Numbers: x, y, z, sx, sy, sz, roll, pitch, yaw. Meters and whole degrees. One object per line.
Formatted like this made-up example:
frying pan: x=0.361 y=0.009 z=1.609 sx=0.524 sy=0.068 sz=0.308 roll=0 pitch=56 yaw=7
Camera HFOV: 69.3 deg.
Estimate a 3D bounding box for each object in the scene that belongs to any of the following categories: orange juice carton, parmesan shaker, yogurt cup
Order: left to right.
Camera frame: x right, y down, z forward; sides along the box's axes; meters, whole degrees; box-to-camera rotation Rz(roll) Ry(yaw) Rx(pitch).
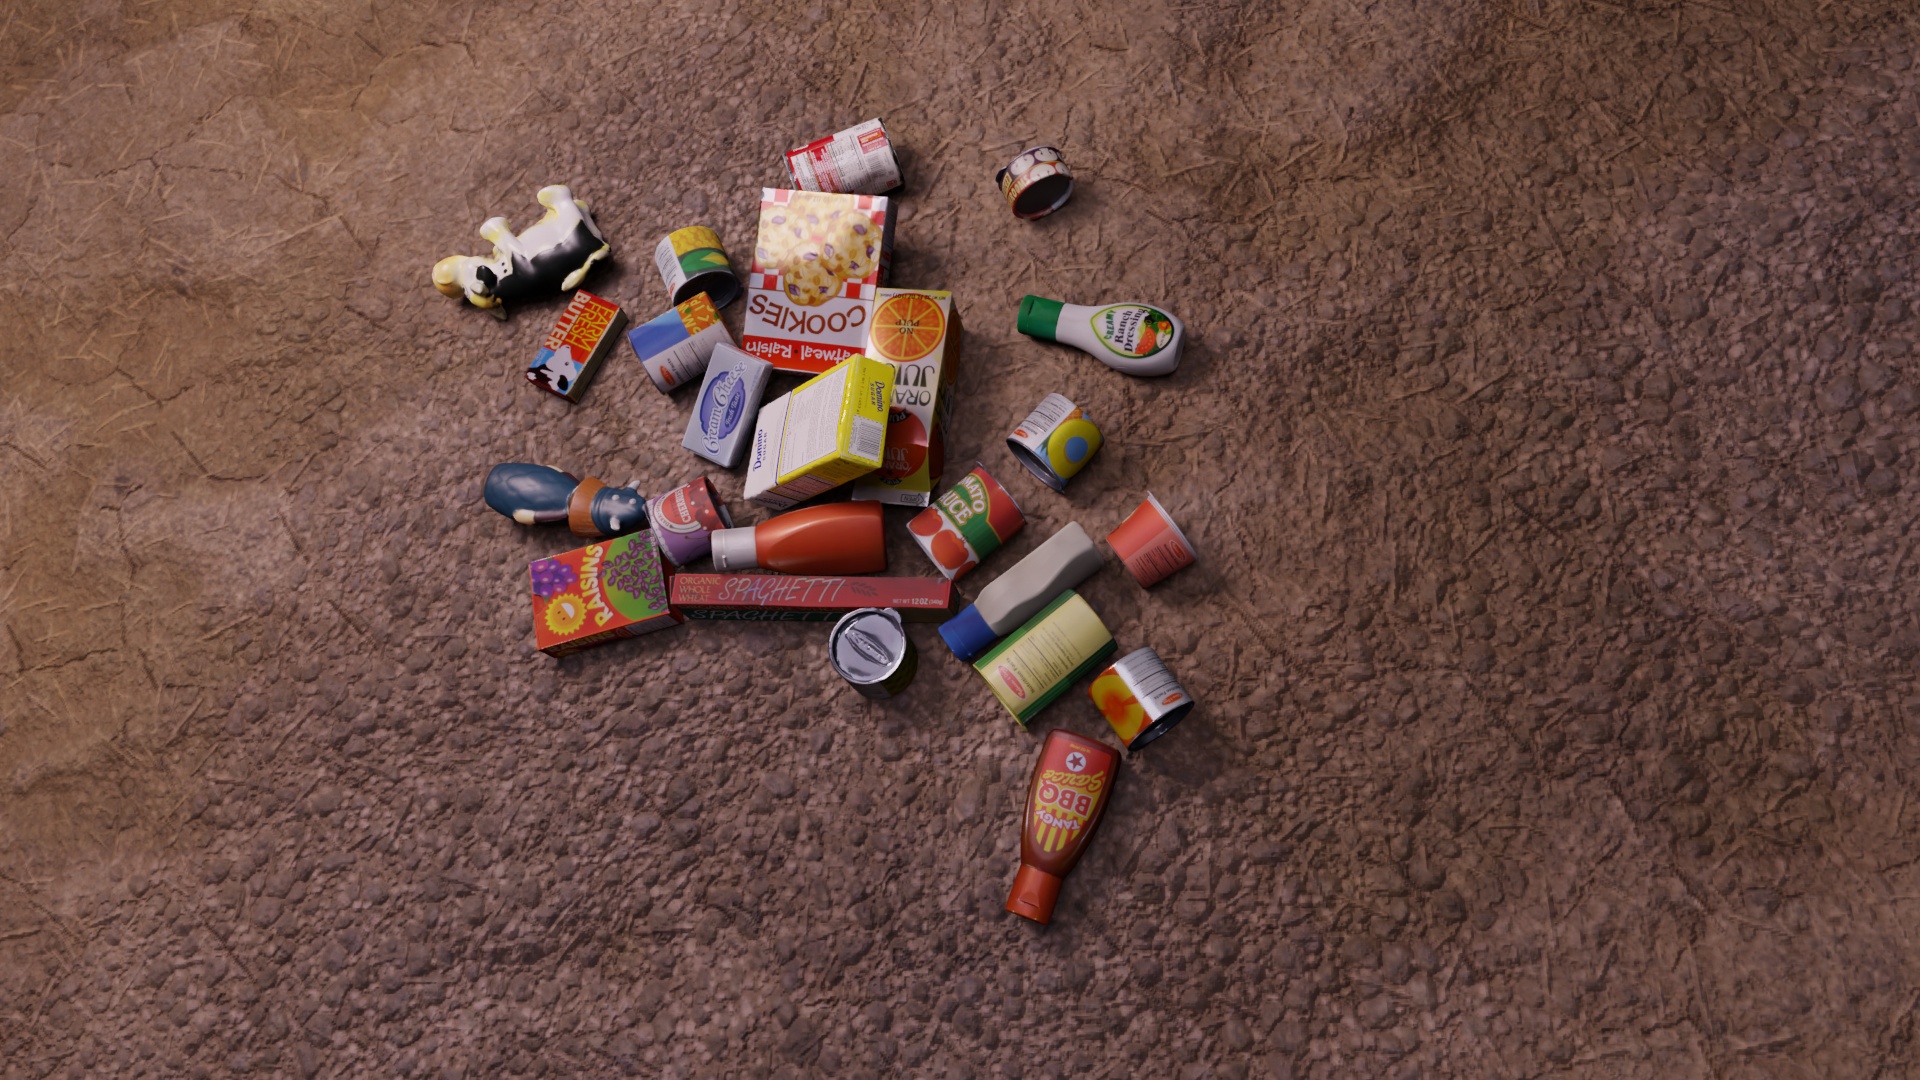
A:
orange juice carton: x=-0.049 y=-0.123 z=1.239 sx=0.072 sy=0.073 sz=0.193 roll=5 pitch=72 yaw=11
parmesan shaker: x=0.072 y=0.099 z=1.144 sx=0.103 sy=0.071 sz=0.071 roll=-38 pitch=69 yaw=-6
yogurt cup: x=0.159 y=0.004 z=1.164 sx=0.054 sy=0.072 sz=0.072 roll=-37 pitch=69 yaw=5

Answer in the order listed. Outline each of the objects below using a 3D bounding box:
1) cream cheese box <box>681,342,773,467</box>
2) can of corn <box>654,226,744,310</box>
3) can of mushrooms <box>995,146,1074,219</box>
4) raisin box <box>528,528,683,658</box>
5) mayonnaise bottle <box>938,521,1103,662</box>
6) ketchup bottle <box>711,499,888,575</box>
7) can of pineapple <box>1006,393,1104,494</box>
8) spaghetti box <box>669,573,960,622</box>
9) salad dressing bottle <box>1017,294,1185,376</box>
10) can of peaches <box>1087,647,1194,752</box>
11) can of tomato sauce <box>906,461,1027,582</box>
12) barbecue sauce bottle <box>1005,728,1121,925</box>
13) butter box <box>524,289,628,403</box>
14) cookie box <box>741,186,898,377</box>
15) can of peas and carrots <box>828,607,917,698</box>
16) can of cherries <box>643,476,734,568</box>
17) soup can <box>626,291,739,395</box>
cream cheese box: x=-0.213 y=-0.123 z=1.272 sx=0.053 sy=0.024 sz=0.103 roll=25 pitch=102 yaw=16
can of corn: x=-0.249 y=-0.257 z=1.327 sx=0.071 sy=0.071 sz=0.058 roll=-26 pitch=68 yaw=0
can of mushrooms: x=0.069 y=-0.332 z=1.296 sx=0.071 sy=0.071 sz=0.033 roll=-25 pitch=70 yaw=0
raisin box: x=-0.318 y=0.048 z=1.242 sx=0.123 sy=0.040 sz=0.086 roll=-15 pitch=70 yaw=5
mayonnaise bottle: x=0.050 y=0.045 z=1.170 sx=0.148 sy=0.064 sz=0.041 roll=-36 pitch=66 yaw=0
ketchup bottle: x=-0.139 y=0.002 z=1.203 sx=0.149 sy=0.064 sz=0.044 roll=-6 pitch=33 yaw=-4
can of pineapple: x=0.084 y=-0.085 z=1.208 sx=0.071 sy=0.071 sz=0.058 roll=41 pitch=82 yaw=20
spaghetti box: x=-0.127 y=0.050 z=1.203 sx=0.250 sy=0.050 sz=0.029 roll=0 pitch=71 yaw=10
salad dressing bottle: x=0.125 y=-0.188 z=1.248 sx=0.148 sy=0.044 sz=0.064 roll=15 pitch=75 yaw=15
can of peaches: x=0.144 y=0.129 z=1.122 sx=0.071 sy=0.071 sz=0.058 roll=-35 pitch=69 yaw=-3
can of tomato sauce: x=0.004 y=-0.015 z=1.193 sx=0.083 sy=0.071 sz=0.071 roll=-39 pitch=69 yaw=-5
barbecue sauce bottle: x=0.077 y=0.229 z=1.108 sx=0.065 sy=0.043 sz=0.149 roll=17 pitch=75 yaw=14
butter box: x=-0.371 y=-0.188 z=1.343 sx=0.053 sy=0.024 sz=0.104 roll=24 pitch=77 yaw=16
cookie box: x=-0.131 y=-0.235 z=1.284 sx=0.123 sy=0.040 sz=0.167 roll=8 pitch=91 yaw=13
can of peas and carrots: x=-0.071 y=0.094 z=1.173 sx=0.071 sy=0.058 sz=0.071 roll=-3 pitch=70 yaw=8
can of cherries: x=-0.240 y=-0.018 z=1.235 sx=0.058 sy=0.071 sz=0.071 roll=-24 pitch=69 yaw=1
soup can: x=-0.260 y=-0.187 z=1.302 sx=0.084 sy=0.071 sz=0.071 roll=-30 pitch=69 yaw=-2
